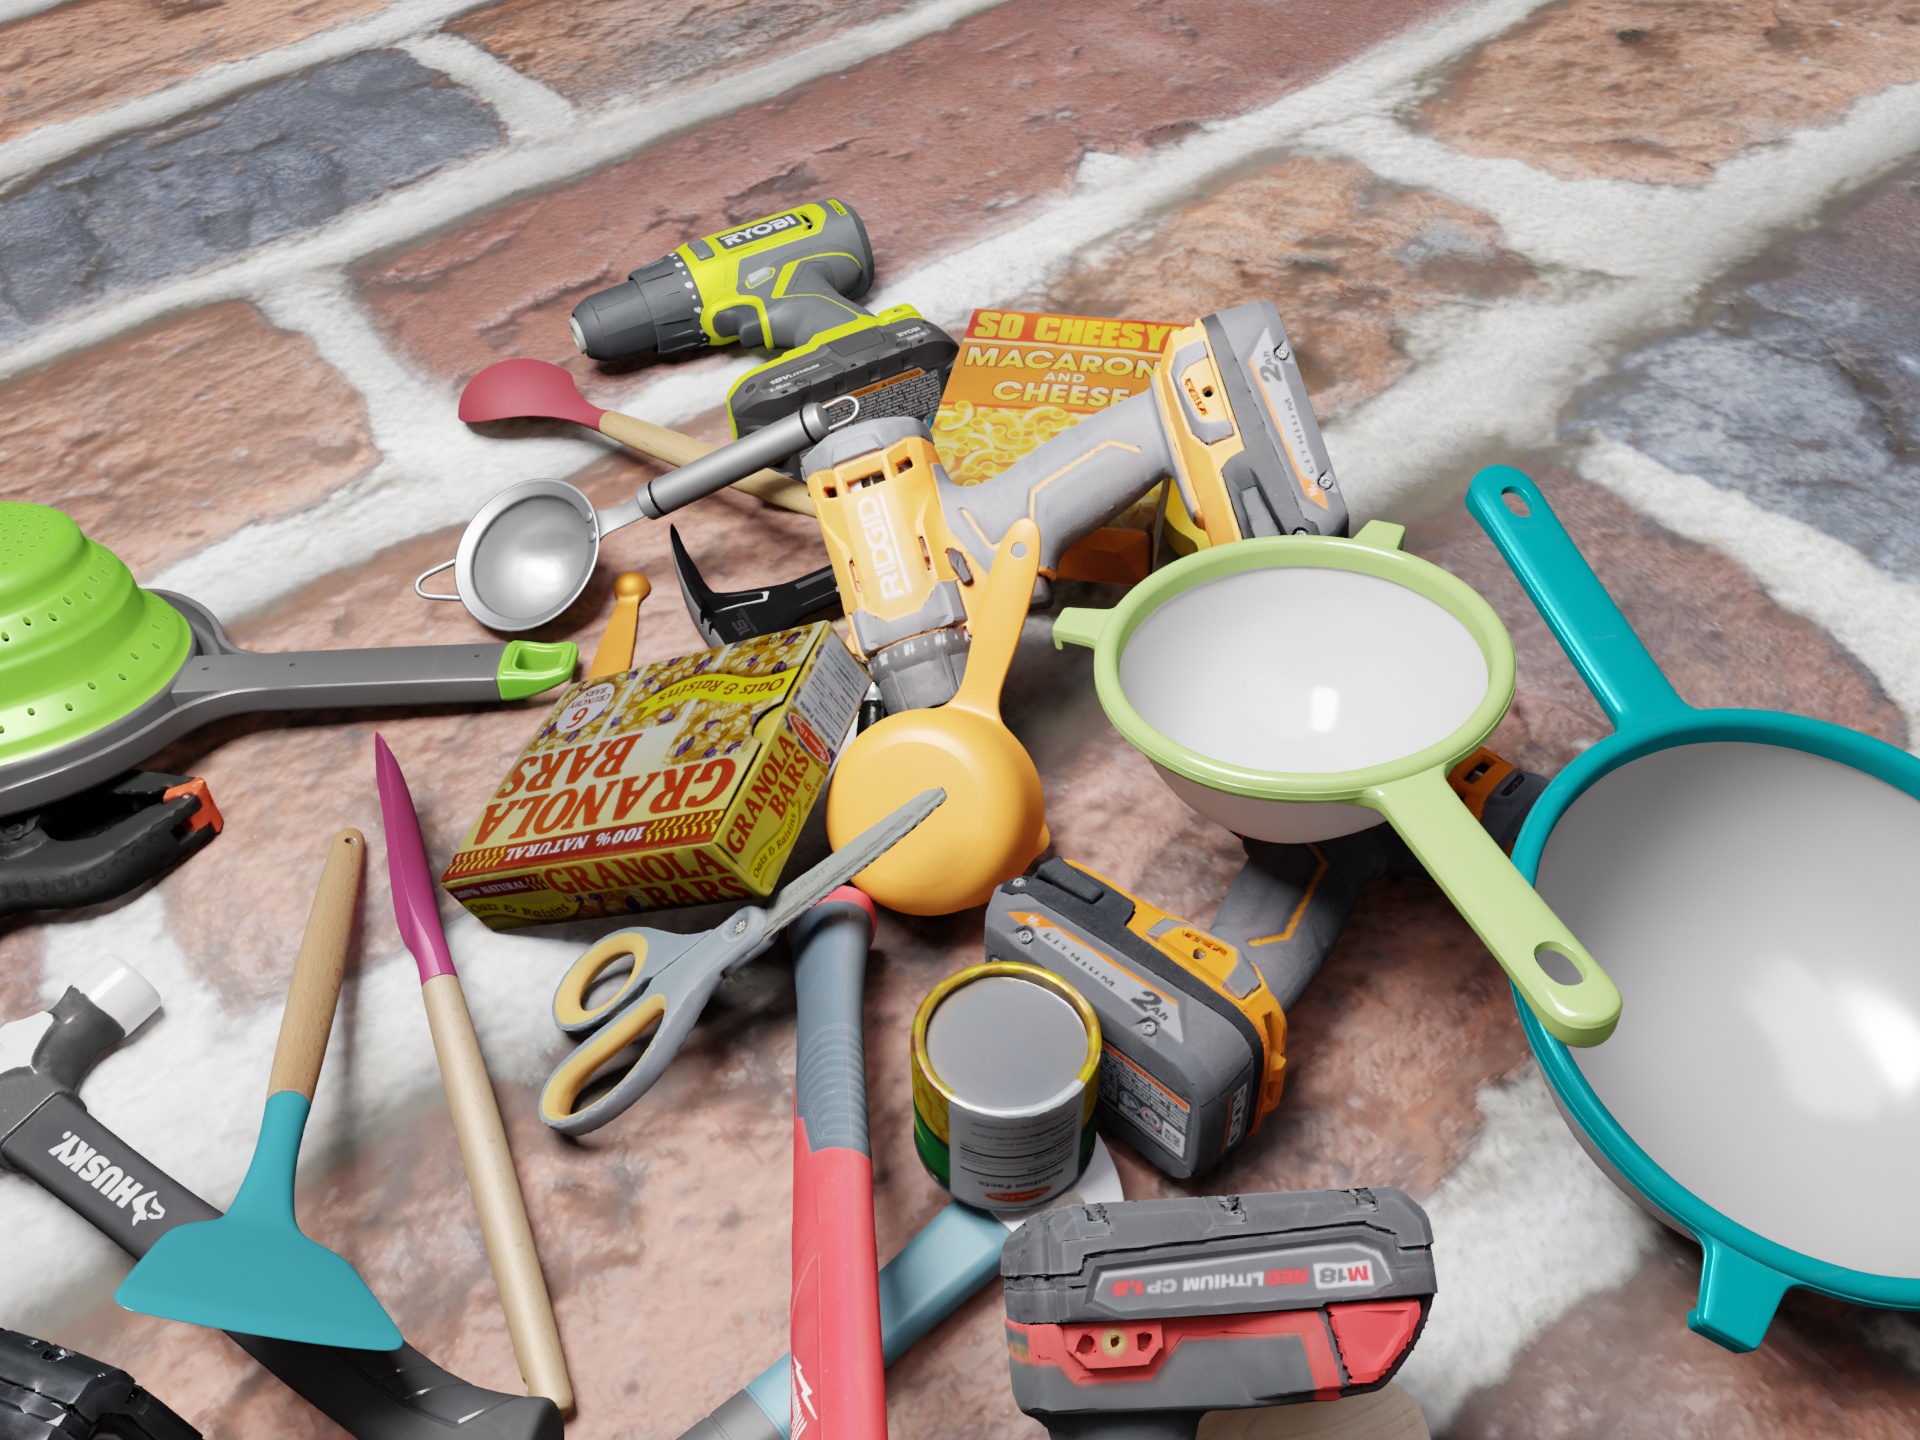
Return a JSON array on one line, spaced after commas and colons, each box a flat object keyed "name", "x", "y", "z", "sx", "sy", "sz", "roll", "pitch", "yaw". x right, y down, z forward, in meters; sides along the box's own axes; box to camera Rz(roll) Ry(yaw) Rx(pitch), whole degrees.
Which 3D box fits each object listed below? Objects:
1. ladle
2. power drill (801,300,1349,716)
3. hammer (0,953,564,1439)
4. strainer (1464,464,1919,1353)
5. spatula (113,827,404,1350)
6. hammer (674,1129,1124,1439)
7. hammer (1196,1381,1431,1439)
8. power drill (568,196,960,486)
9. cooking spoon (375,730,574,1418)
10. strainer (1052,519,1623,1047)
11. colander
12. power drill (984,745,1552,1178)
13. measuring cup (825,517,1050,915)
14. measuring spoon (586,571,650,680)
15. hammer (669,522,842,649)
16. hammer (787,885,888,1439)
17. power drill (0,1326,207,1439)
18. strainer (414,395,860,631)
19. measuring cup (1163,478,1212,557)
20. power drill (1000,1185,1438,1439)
[{"name": "ladle", "x": -0.181, "y": -0.159, "z": 0.891, "sx": 0.316, "sy": 0.031, "sz": 0.069, "roll": 24, "pitch": 51, "yaw": 34}, {"name": "power drill", "x": 0.055, "y": -0.069, "z": 0.708, "sx": 0.226, "sy": 0.084, "sz": 0.185, "roll": -18, "pitch": 80, "yaw": 11}, {"name": "hammer", "x": -0.269, "y": 0.198, "z": 0.565, "sx": 0.335, "sy": 0.035, "sz": 0.146, "roll": 19, "pitch": 51, "yaw": 30}, {"name": "strainer", "x": 0.263, "y": 0.056, "z": 0.592, "sx": 0.211, "sy": 0.095, "sz": 0.341, "roll": -13, "pitch": 58, "yaw": -12}, {"name": "spatula", "x": -0.244, "y": 0.120, "z": 0.600, "sx": 0.082, "sy": 0.044, "sz": 0.318, "roll": 20, "pitch": 22, "yaw": -23}, {"name": "hammer", "x": -0.075, "y": 0.240, "z": 0.524, "sx": 0.331, "sy": 0.033, "sz": 0.128, "roll": -35, "pitch": 51, "yaw": -24}, {"name": "hammer", "x": -0.046, "y": 0.285, "z": 0.458, "sx": 0.410, "sy": 0.038, "sz": 0.146, "roll": -14, "pitch": 75, "yaw": -14}, {"name": "power drill", "x": -0.114, "y": -0.222, "z": 0.939, "sx": 0.190, "sy": 0.080, "sz": 0.229, "roll": -23, "pitch": 46, "yaw": -15}, {"name": "cooking spoon", "x": -0.203, "y": 0.127, "z": 0.639, "sx": 0.017, "sy": 0.068, "sz": 0.319, "roll": -9, "pitch": 49, "yaw": -26}, {"name": "strainer", "x": 0.144, "y": 0.029, "z": 0.561, "sx": 0.151, "sy": 0.069, "sz": 0.257, "roll": -17, "pitch": 42, "yaw": -10}, {"name": "colander", "x": -0.391, "y": -0.047, "z": 0.771, "sx": 0.397, "sy": 0.094, "sz": 0.205, "roll": -3, "pitch": 33, "yaw": -2}, {"name": "power drill", "x": 0.113, "y": 0.058, "z": 0.645, "sx": 0.226, "sy": 0.084, "sz": 0.164, "roll": -35, "pitch": 52, "yaw": -30}, {"name": "measuring cup", "x": -0.001, "y": -0.002, "z": 0.660, "sx": 0.095, "sy": 0.173, "sz": 0.052, "roll": 18, "pitch": 6, "yaw": 15}, {"name": "measuring spoon", "x": -0.178, "y": -0.037, "z": 0.813, "sx": 0.021, "sy": 0.011, "sz": 0.117, "roll": -1, "pitch": 47, "yaw": 5}, {"name": "hammer", "x": 0.014, "y": -0.115, "z": 0.850, "sx": 0.337, "sy": 0.034, "sz": 0.127, "roll": -25, "pitch": 50, "yaw": -16}, {"name": "hammer", "x": -0.044, "y": 0.165, "z": 0.493, "sx": 0.038, "sy": 0.143, "sz": 0.387, "roll": 17, "pitch": 17, "yaw": -11}, {"name": "power drill", "x": -0.303, "y": 0.289, "z": 0.430, "sx": 0.078, "sy": 0.143, "sz": 0.220, "roll": 3, "pitch": 44, "yaw": 24}, {"name": "strainer", "x": -0.163, "y": -0.108, "z": 0.815, "sx": 0.258, "sy": 0.050, "sz": 0.087, "roll": -21, "pitch": 67, "yaw": 18}, {"name": "measuring cup", "x": 0.128, "y": -0.064, "z": 0.801, "sx": 0.062, "sy": 0.029, "sz": 0.157, "roll": 1, "pitch": 59, "yaw": 8}, {"name": "power drill", "x": 0.100, "y": 0.246, "z": 0.430, "sx": 0.188, "sy": 0.080, "sz": 0.227, "roll": -2, "pitch": 71, "yaw": -5}]
